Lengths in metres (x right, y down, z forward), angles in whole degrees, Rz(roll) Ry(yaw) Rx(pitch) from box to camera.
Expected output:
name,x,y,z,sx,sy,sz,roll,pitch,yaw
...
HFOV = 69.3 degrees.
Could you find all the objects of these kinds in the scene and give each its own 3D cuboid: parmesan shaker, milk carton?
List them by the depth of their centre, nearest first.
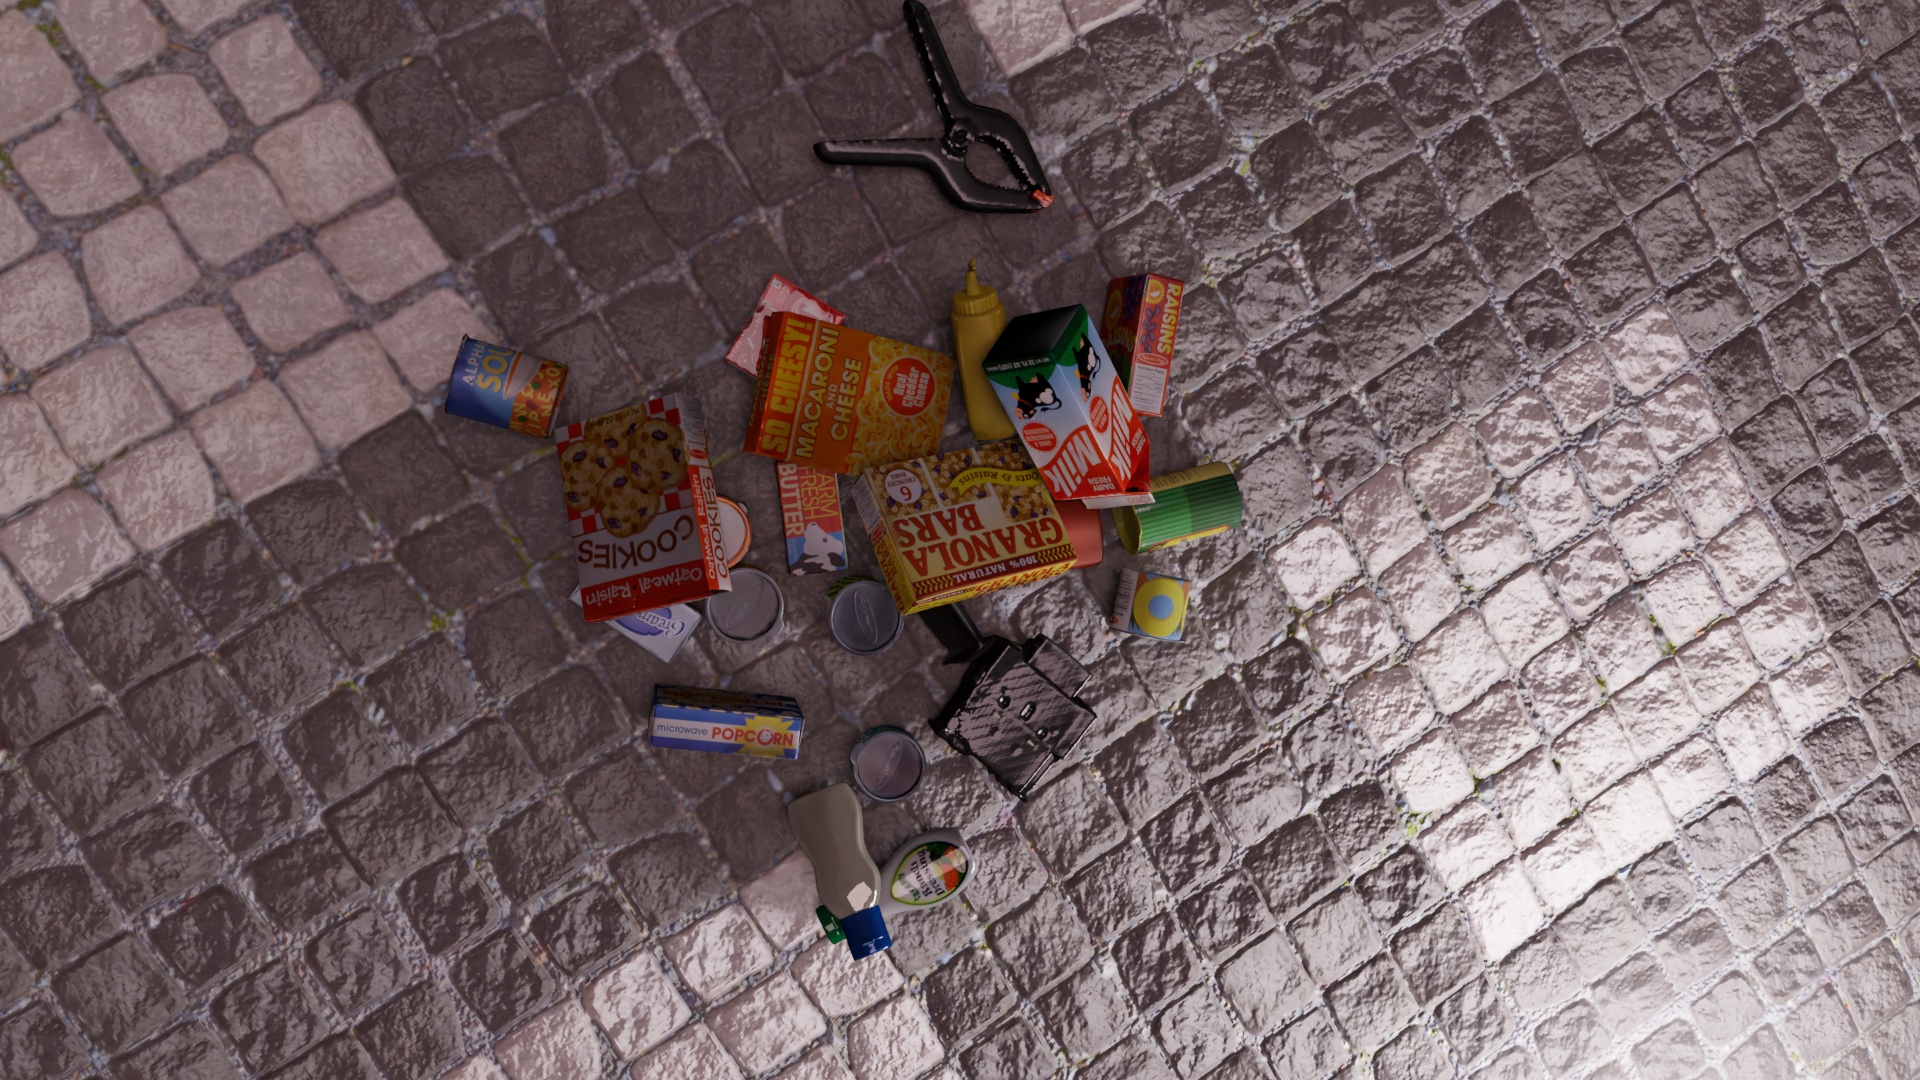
name,x,y,z,sx,sy,sz,roll,pitch,yaw
milk carton,0.101,-0.100,1.187,0.190,0.072,0.074,60,43,-31
parmesan shaker,0.200,-0.029,1.276,0.103,0.071,0.071,-14,97,-11

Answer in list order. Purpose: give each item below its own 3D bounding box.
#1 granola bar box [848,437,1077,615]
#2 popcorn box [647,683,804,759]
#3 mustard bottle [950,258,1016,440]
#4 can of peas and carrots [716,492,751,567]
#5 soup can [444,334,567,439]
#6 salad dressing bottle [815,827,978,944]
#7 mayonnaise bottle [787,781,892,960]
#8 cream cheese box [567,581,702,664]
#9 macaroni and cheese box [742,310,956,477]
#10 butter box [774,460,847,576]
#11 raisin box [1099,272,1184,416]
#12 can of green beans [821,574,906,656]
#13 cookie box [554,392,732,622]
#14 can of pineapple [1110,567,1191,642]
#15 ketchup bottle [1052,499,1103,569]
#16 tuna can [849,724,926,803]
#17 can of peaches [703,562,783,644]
name,x,y,z,sx,sy,sz,roll,pitch,yaw
granola bar box,0.004,-0.015,1.188,0.166,0.039,0.124,-13,71,-30
popcorn box,-0.203,0.155,1.194,0.127,0.085,0.038,7,94,-13
mustard bottle,0.019,-0.169,1.208,0.049,0.065,0.159,-6,117,9
can of peas and carrots,-0.212,-0.009,1.195,0.071,0.059,0.071,-1,95,-12
soup can,-0.374,-0.127,1.148,0.084,0.071,0.071,15,91,-13
salad dressing bottle,-0.058,0.314,1.256,0.148,0.044,0.064,-28,92,-7
mayonnaise bottle,-0.102,0.291,1.221,0.065,0.041,0.148,-20,75,-4
cream cheese box,-0.280,0.057,1.202,0.104,0.024,0.053,36,86,-12
macaroni and cheese box,-0.095,-0.118,1.200,0.166,0.040,0.123,12,89,-29
butter box,-0.132,-0.022,1.229,0.053,0.024,0.103,-8,96,-12
raisin box,0.156,-0.174,1.250,0.040,0.086,0.123,9,92,-18
can of green beans,-0.087,0.065,1.227,0.071,0.058,0.071,-1,94,-12
cookie box,-0.263,-0.025,1.147,0.123,0.040,0.167,-14,82,20
can of pineapple,0.177,0.059,1.279,0.071,0.071,0.058,10,92,-12
ketchup bottle,0.053,-0.001,1.260,0.149,0.043,0.064,-5,88,-11
tuna can,-0.068,0.200,1.252,0.071,0.033,0.071,-1,94,-12
can of peaches,-0.187,0.055,1.205,0.071,0.058,0.071,-1,94,-13
